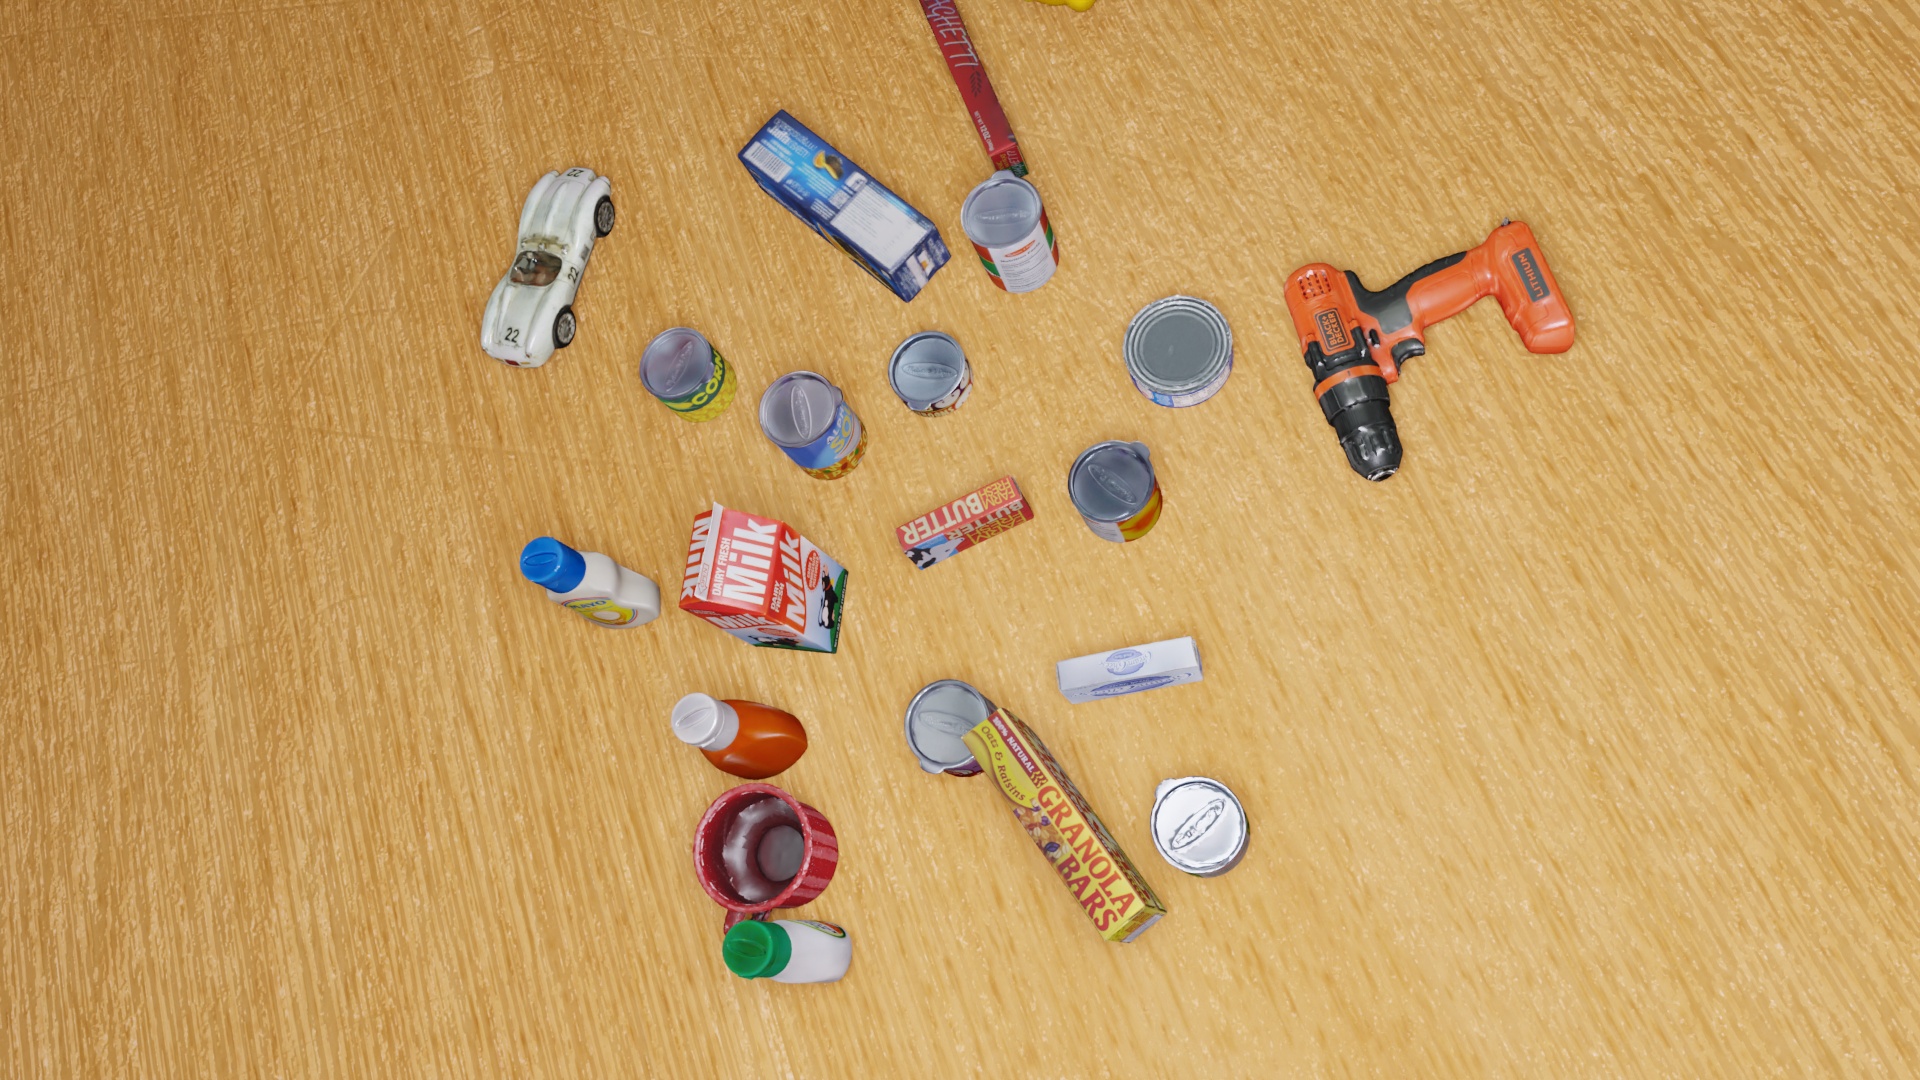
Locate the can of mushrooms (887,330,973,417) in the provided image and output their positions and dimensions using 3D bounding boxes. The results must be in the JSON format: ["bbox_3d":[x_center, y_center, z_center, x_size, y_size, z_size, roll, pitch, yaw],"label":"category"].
[{"bbox_3d":[-0.025,-0.136,1.155,0.071,0.033,0.071,-4,72,14],"label":"can of mushrooms"}]

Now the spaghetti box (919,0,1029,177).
[{"bbox_3d":[0.001,-0.428,1.232,0.028,0.050,0.251,-24,68,7],"label":"spaghetti box"}]

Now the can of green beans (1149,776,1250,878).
[{"bbox_3d":[0.170,0.203,0.983,0.071,0.057,0.071,-4,72,14],"label":"can of green beans"}]

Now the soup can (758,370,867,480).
[{"bbox_3d":[-0.117,-0.093,1.139,0.071,0.083,0.071,-4,72,14],"label":"soup can"}]

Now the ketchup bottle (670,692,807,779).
[{"bbox_3d":[-0.168,0.146,1.041,0.065,0.148,0.043,-29,68,5],"label":"ketchup bottle"}]

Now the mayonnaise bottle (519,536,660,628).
[{"bbox_3d":[-0.298,0.035,1.111,0.065,0.148,0.041,-10,71,12],"label":"mayonnaise bottle"}]

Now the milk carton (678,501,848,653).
[{"bbox_3d":[-0.153,0.031,1.051,0.073,0.190,0.072,4,74,16],"label":"milk carton"}]

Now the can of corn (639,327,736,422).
[{"bbox_3d":[-0.232,-0.141,1.198,0.071,0.058,0.071,-4,72,14],"label":"can of corn"}]

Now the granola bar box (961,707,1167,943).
[{"bbox_3d":[0.075,0.201,0.973,0.039,0.124,0.166,-38,68,1],"label":"granola bar box"}]

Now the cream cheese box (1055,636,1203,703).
[{"bbox_3d":[0.126,0.097,1.030,0.104,0.053,0.024,-12,71,11],"label":"cream cheese box"}]

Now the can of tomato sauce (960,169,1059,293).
[{"bbox_3d":[0.042,-0.253,1.148,0.071,0.083,0.071,-4,72,14],"label":"can of tomato sauce"}]

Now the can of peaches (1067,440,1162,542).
[{"bbox_3d":[0.122,-0.038,1.072,0.071,0.058,0.071,-4,72,14],"label":"can of peaches"}]

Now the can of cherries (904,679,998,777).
[{"bbox_3d":[-0.004,0.145,1.047,0.071,0.058,0.071,-4,72,14],"label":"can of cherries"}]

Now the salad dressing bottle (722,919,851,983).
[{"bbox_3d":[-0.122,0.290,0.984,0.064,0.147,0.044,8,76,17],"label":"salad dressing bottle"}]

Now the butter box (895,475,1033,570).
[{"bbox_3d":[0.004,-0.014,1.098,0.103,0.053,0.024,-25,69,6],"label":"butter box"}]
